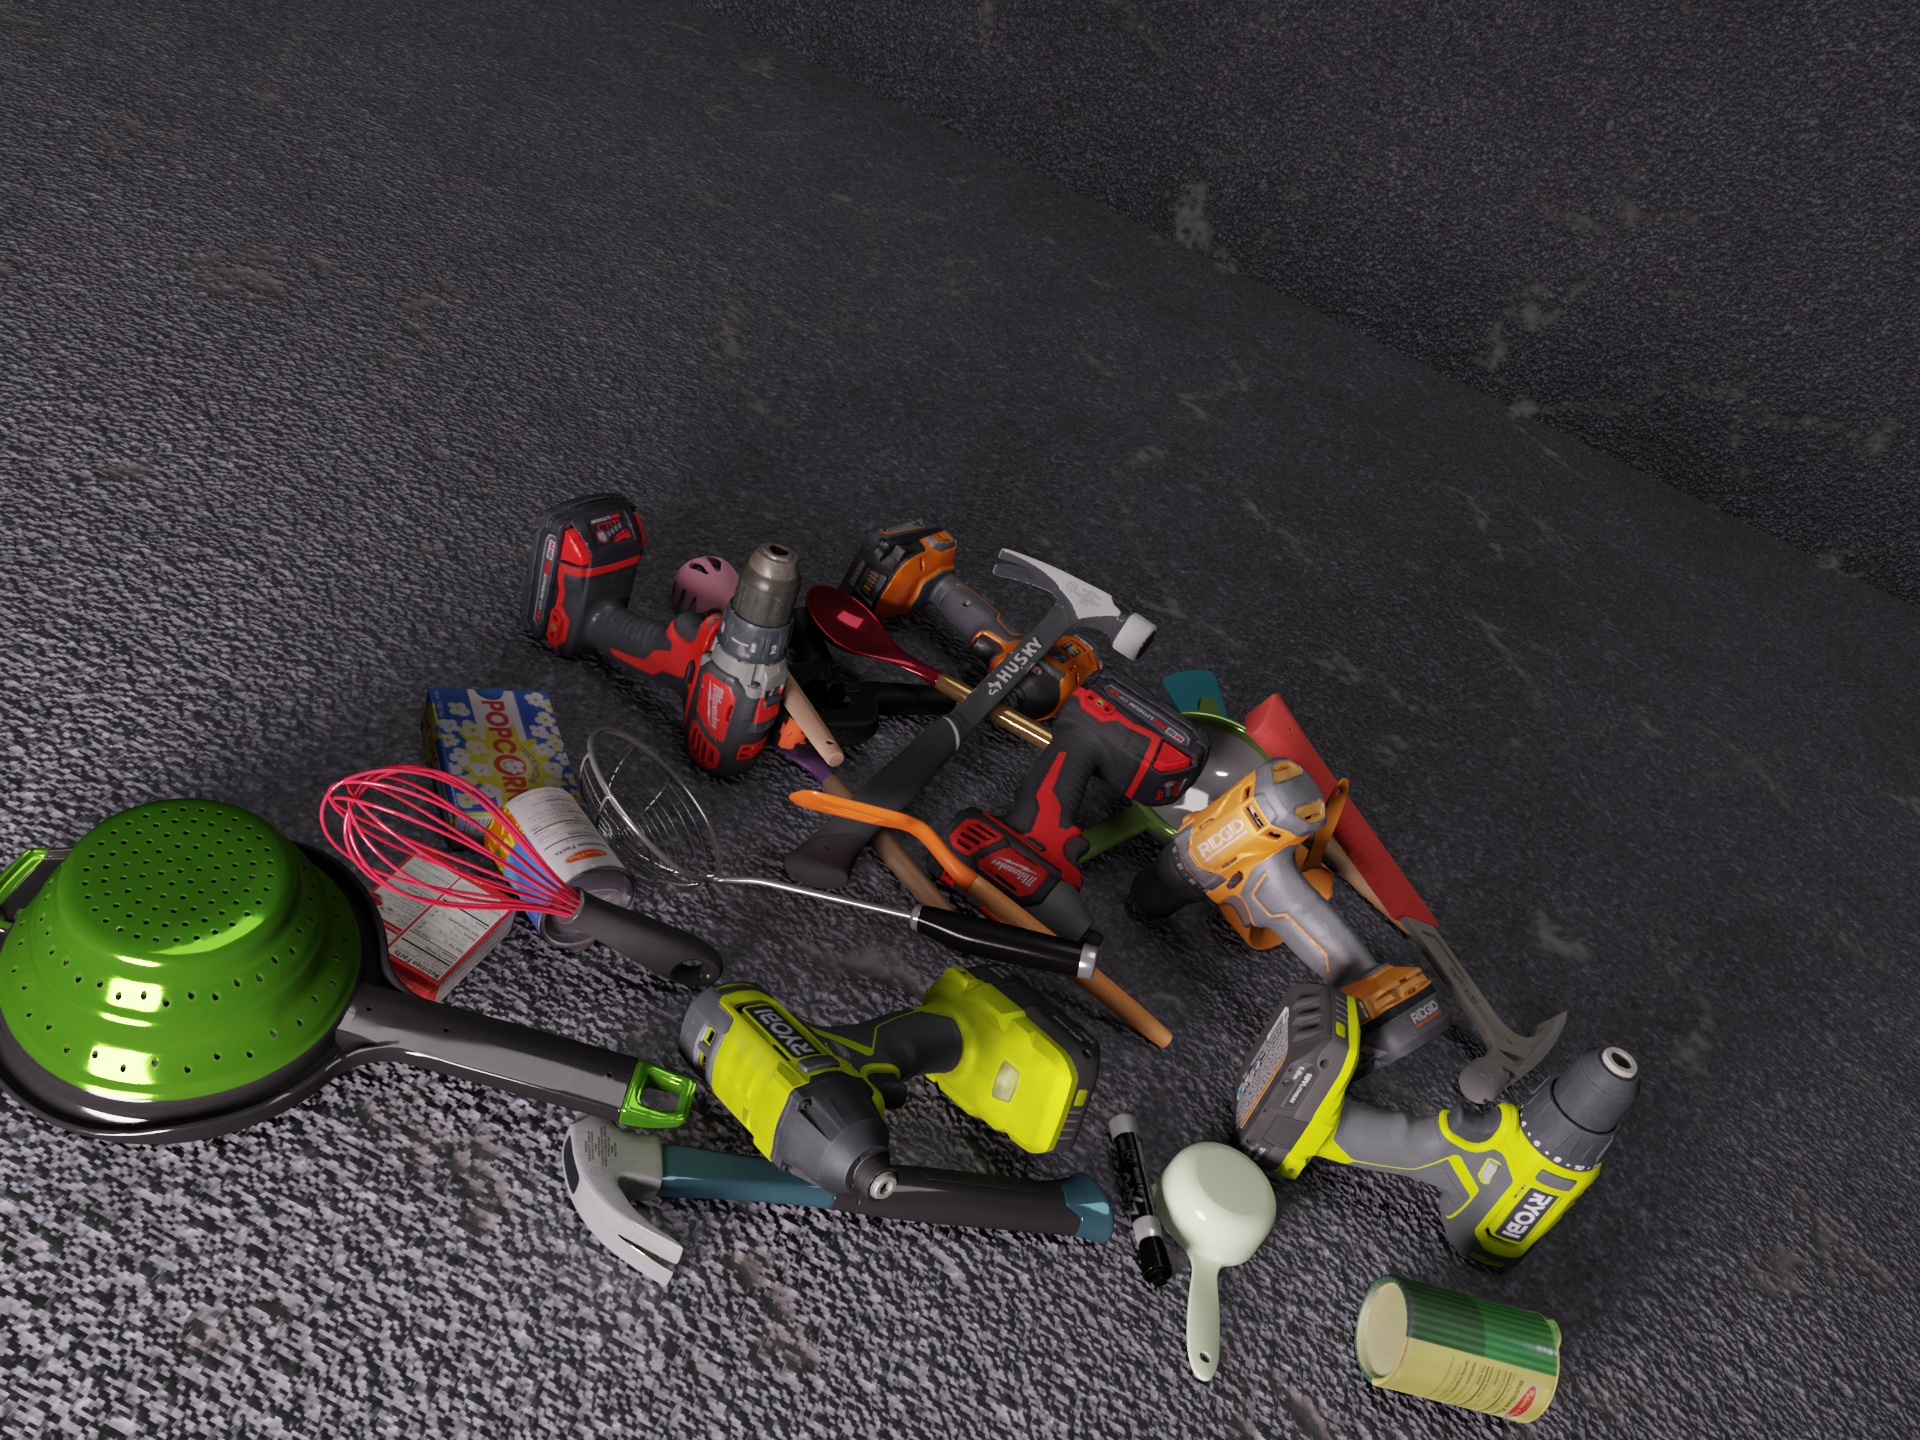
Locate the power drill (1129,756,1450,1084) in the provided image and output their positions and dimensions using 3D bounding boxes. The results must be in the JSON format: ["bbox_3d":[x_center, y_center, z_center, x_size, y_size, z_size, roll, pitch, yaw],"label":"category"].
[{"bbox_3d":[0.231,0.164,1.179,0.084,0.185,0.226,-14,69,-45],"label":"power drill"}]

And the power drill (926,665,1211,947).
[{"bbox_3d":[0.090,0.074,1.208,0.143,0.078,0.220,36,60,12],"label":"power drill"}]

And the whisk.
[{"bbox_3d":[-0.240,0.100,0.922,0.295,0.073,0.073,38,17,-45],"label":"whisk"}]

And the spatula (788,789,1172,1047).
[{"bbox_3d":[0.020,0.136,1.115,0.322,0.081,0.041,39,75,-8],"label":"spatula"}]

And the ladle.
[{"bbox_3d":[0.005,-0.022,1.311,0.315,0.031,0.069,30,35,9],"label":"ladle"}]

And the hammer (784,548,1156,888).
[{"bbox_3d":[-0.002,-0.004,1.252,0.149,0.036,0.409,35,49,12],"label":"hammer"}]

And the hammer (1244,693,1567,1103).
[{"bbox_3d":[0.355,0.130,1.302,0.149,0.036,0.359,-21,73,-46],"label":"hammer"}]

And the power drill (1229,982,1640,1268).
[{"bbox_3d":[0.312,0.259,1.052,0.228,0.190,0.080,20,35,-1],"label":"power drill"}]

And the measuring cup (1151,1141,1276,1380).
[{"bbox_3d":[0.159,0.328,0.982,0.083,0.038,0.168,24,30,-3],"label":"measuring cup"}]

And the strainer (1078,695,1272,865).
[{"bbox_3d":[0.160,0.087,1.320,0.256,0.069,0.152,-24,60,-29],"label":"strainer"}]

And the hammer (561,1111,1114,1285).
[{"bbox_3d":[-0.063,0.269,0.922,0.330,0.033,0.128,12,34,-21],"label":"hammer"}]

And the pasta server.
[{"bbox_3d":[-0.159,-0.052,1.254,0.060,0.040,0.317,-16,40,-21],"label":"pasta server"}]

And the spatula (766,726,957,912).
[{"bbox_3d":[-0.087,0.063,1.212,0.059,0.018,0.316,-8,44,-45],"label":"spatula"}]

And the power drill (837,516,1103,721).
[{"bbox_3d":[0.005,-0.081,1.414,0.226,0.084,0.164,37,28,12],"label":"power drill"}]

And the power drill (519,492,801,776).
[{"bbox_3d":[-0.216,-0.086,1.186,0.227,0.187,0.080,35,34,21],"label":"power drill"}]

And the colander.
[{"bbox_3d":[-0.329,0.132,0.840,0.397,0.094,0.205,17,42,-6],"label":"colander"}]

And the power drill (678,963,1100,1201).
[{"bbox_3d":[-0.031,0.211,0.935,0.223,0.080,0.171,2,21,-43],"label":"power drill"}]

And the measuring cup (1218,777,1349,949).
[{"bbox_3d":[0.257,0.101,1.250,0.095,0.173,0.052,-12,42,-34],"label":"measuring cup"}]

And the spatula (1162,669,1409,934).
[{"bbox_3d":[0.299,0.072,1.437,0.082,0.044,0.318,-9,47,-47],"label":"spatula"}]

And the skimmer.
[{"bbox_3d":[-0.081,0.088,1.053,0.363,0.090,0.127,13,5,9],"label":"skimmer"}]
